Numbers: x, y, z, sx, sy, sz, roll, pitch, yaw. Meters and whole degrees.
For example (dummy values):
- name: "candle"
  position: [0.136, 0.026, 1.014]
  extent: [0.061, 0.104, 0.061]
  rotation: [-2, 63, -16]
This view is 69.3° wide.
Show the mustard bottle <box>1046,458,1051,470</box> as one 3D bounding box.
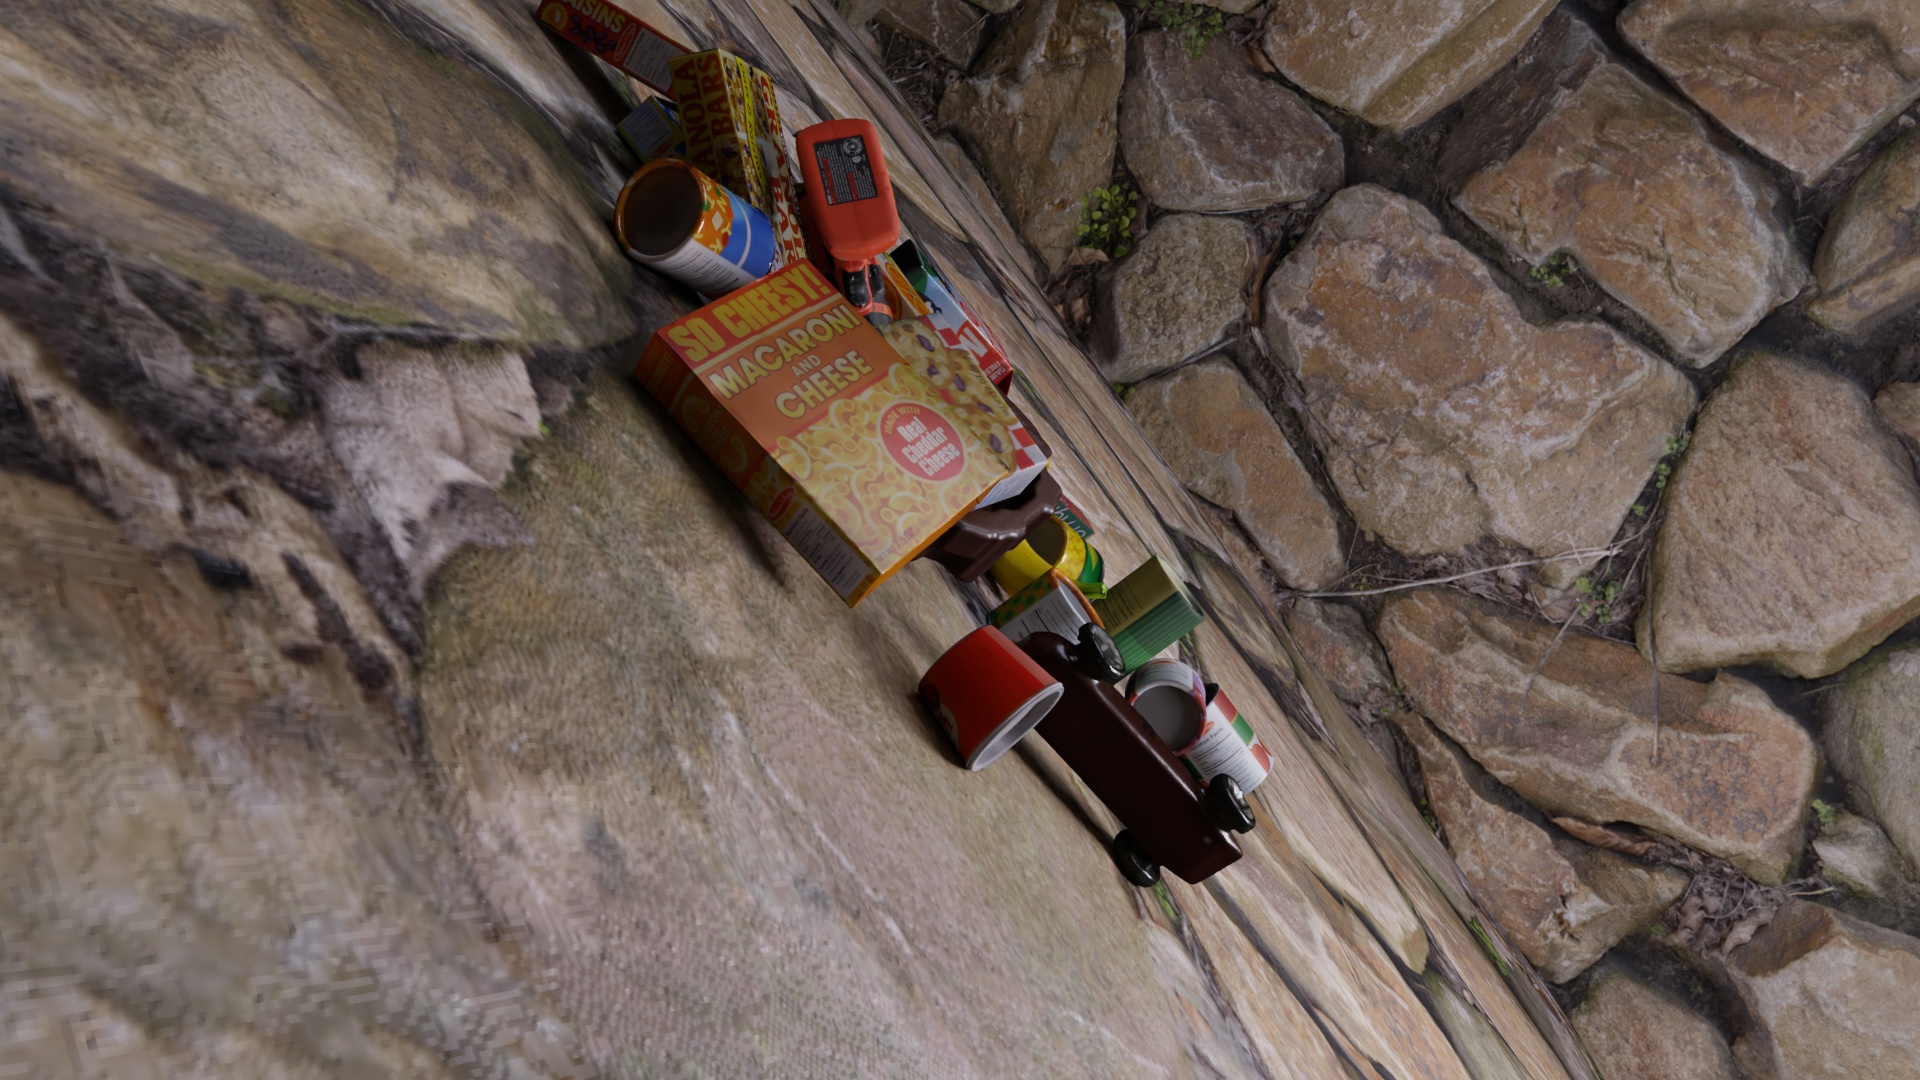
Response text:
- name: "mustard bottle"
  position: [0.017, -0.115, 1.290]
  extent: [0.160, 0.065, 0.048]
  rotation: [52, 6, 24]

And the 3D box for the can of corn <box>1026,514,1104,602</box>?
- name: "can of corn"
  position: [0.072, 0.017, 1.111]
  extent: [0.058, 0.071, 0.071]
  rotation: [39, 18, -44]

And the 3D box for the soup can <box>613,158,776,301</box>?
- name: "soup can"
  position: [-0.163, -0.193, 0.859]
  extent: [0.071, 0.071, 0.084]
  rotation: [57, 14, 19]

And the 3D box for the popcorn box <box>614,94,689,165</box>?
- name: "popcorn box"
  position: [-0.197, -0.281, 1.042]
  extent: [0.085, 0.038, 0.127]
  rotation: [53, 13, -2]

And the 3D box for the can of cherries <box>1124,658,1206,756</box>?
- name: "can of cherries"
  position: [0.166, 0.137, 1.123]
  extent: [0.071, 0.071, 0.058]
  rotation: [51, 13, -5]

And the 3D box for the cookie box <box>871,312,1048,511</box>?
- name: "cookie box"
  position: [-0.045, -0.065, 0.817]
  extent: [0.168, 0.040, 0.123]
  rotation: [-21, 70, -44]

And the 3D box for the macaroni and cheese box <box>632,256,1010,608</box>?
- name: "macaroni and cheese box"
  position: [-0.071, -0.061, 0.736]
  extent: [0.166, 0.040, 0.124]
  rotation: [46, 45, 4]

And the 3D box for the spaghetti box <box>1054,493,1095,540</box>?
- name: "spaghetti box"
  position: [0.039, -0.051, 1.216]
  extent: [0.249, 0.050, 0.029]
  rotation: [37, 21, -49]

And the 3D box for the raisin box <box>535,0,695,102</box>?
- name: "raisin box"
  position: [-0.238, -0.363, 1.025]
  extent: [0.123, 0.040, 0.086]
  rotation: [33, 13, 9]

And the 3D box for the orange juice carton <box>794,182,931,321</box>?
- name: "orange juice carton"
  position: [-0.098, -0.223, 1.150]
  extent: [0.193, 0.073, 0.072]
  rotation: [56, 13, 15]

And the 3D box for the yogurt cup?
- name: "yogurt cup"
  position: [0.014, 0.083, 0.753]
  extent: [0.054, 0.072, 0.072]
  rotation: [48, 11, 16]

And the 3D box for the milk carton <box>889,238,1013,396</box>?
- name: "milk carton"
  position: [-0.013, -0.197, 1.368]
  extent: [0.190, 0.073, 0.072]
  rotation: [44, 15, -32]

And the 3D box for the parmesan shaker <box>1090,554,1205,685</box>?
- name: "parmesan shaker"
  position: [0.138, 0.069, 1.119]
  extent: [0.071, 0.103, 0.071]
  rotation: [49, 13, -16]

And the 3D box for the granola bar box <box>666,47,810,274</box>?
- name: "granola bar box"
  position: [-0.147, -0.246, 0.964]
  extent: [0.124, 0.039, 0.165]
  rotation: [-49, 128, -77]

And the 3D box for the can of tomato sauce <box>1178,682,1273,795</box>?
- name: "can of tomato sauce"
  position: [0.221, 0.175, 1.204]
  extent: [0.083, 0.071, 0.071]
  rotation: [52, 13, -6]

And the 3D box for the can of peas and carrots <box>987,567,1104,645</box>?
- name: "can of peas and carrots"
  position: [0.062, 0.060, 0.982]
  extent: [0.071, 0.058, 0.071]
  rotation: [49, 13, -16]
